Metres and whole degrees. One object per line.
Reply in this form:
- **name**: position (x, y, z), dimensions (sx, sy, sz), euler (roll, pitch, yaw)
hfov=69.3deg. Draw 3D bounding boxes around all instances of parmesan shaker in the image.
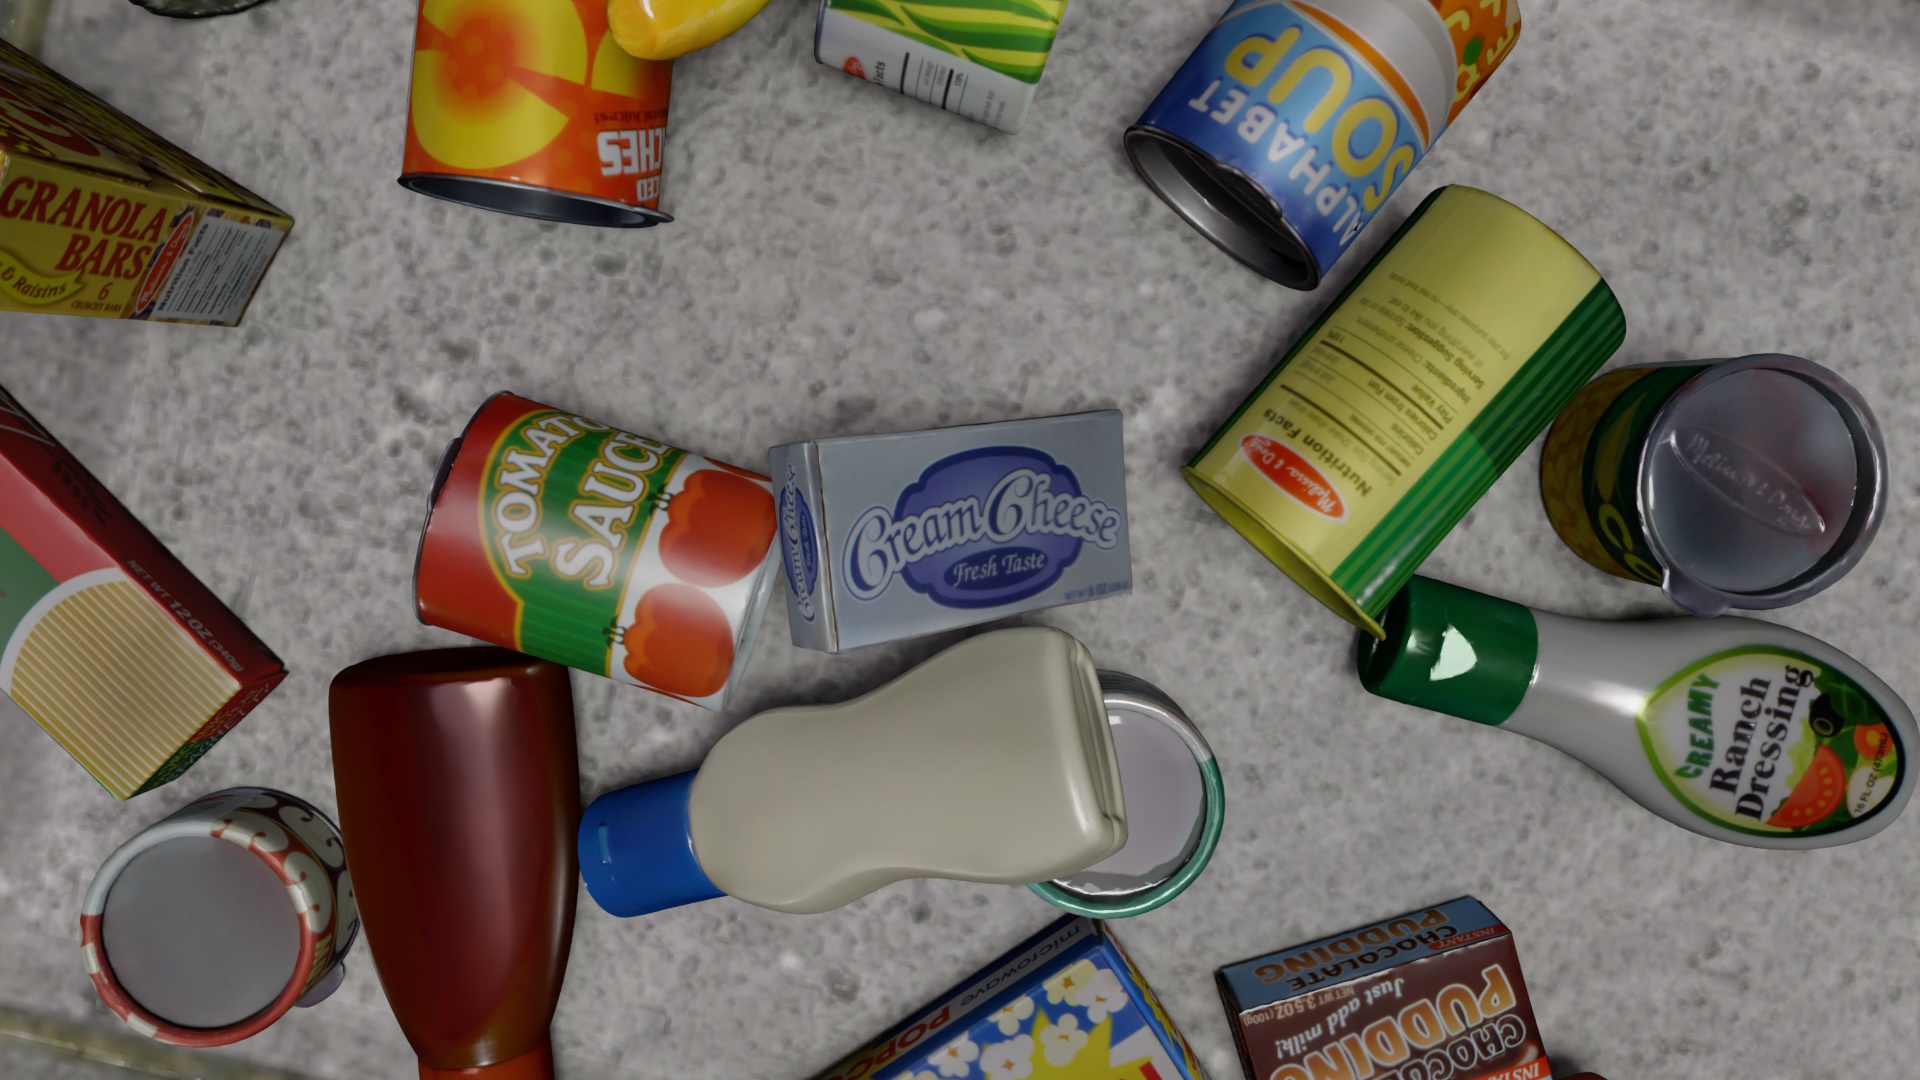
- **parmesan shaker**: position (0.121, -0.034, 0.375), dimensions (0.071, 0.071, 0.103), euler (42, 92, -4)

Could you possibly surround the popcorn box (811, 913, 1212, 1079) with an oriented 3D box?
- **popcorn box**: position (0.010, 0.178, 0.406), dimensions (0.127, 0.038, 0.085), euler (-33, 96, 1)

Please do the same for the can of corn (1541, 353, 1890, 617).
- **can of corn**: position (0.203, -0.015, 0.384), dimensions (0.071, 0.058, 0.071), euler (0, 95, -1)

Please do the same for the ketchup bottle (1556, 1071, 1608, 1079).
- **ketchup bottle**: position (0.127, 0.202, 0.393), dimensions (0.149, 0.043, 0.064), euler (-12, 108, -12)

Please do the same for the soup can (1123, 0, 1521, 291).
- **soup can**: position (0.095, -0.119, 0.366), dimensions (0.071, 0.071, 0.083), euler (39, 93, -4)

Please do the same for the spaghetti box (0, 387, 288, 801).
- **spaghetti box**: position (-0.299, -0.033, 0.386), dimensions (0.050, 0.029, 0.250), euler (-44, 95, 2)

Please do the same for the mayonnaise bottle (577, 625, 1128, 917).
- **mayonnaise bottle**: position (-0.032, 0.070, 0.375), dimensions (0.148, 0.041, 0.065), euler (-17, 69, 19)

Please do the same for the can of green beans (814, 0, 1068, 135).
- **can of green beans**: position (0.000, -0.147, 0.364), dimensions (0.058, 0.071, 0.071), euler (20, 94, -3)

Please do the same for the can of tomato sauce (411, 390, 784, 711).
- **can of tomato sauce**: position (-0.093, 0.003, 0.373), dimensions (0.083, 0.071, 0.071), euler (18, 95, -3)

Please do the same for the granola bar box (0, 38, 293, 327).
- **granola bar box**: position (-0.267, -0.113, 0.332), dimensions (0.165, 0.124, 0.039), euler (32, 95, -4)

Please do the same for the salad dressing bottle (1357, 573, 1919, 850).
- **salad dressing bottle**: position (0.190, 0.045, 0.396), dimensions (0.148, 0.044, 0.064), euler (15, 96, -2)

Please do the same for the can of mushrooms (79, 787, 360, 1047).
- **can of mushrooms**: position (-0.209, 0.109, 0.397), dimensions (0.071, 0.033, 0.071), euler (0, 94, -2)

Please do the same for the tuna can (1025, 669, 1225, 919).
- **tuna can**: position (0.040, 0.075, 0.400), dimensions (0.071, 0.033, 0.071), euler (0, 94, -1)

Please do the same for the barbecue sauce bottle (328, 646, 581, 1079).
- **barbecue sauce bottle**: position (-0.138, 0.106, 0.394), dimensions (0.065, 0.044, 0.148), euler (-3, 95, 4)

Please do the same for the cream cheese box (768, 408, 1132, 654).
- **cream cheese box**: position (0.001, -0.005, 0.370), dimensions (0.104, 0.024, 0.053), euler (-9, 96, -36)

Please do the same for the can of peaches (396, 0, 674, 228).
- **can of peaches**: position (-0.107, -0.116, 0.364), dimensions (0.071, 0.071, 0.058), euler (7, 94, -2)

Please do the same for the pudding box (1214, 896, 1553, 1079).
- **pudding box**: position (0.124, 0.144, 0.410), dimensions (0.084, 0.030, 0.049), euler (-16, 96, 0)
